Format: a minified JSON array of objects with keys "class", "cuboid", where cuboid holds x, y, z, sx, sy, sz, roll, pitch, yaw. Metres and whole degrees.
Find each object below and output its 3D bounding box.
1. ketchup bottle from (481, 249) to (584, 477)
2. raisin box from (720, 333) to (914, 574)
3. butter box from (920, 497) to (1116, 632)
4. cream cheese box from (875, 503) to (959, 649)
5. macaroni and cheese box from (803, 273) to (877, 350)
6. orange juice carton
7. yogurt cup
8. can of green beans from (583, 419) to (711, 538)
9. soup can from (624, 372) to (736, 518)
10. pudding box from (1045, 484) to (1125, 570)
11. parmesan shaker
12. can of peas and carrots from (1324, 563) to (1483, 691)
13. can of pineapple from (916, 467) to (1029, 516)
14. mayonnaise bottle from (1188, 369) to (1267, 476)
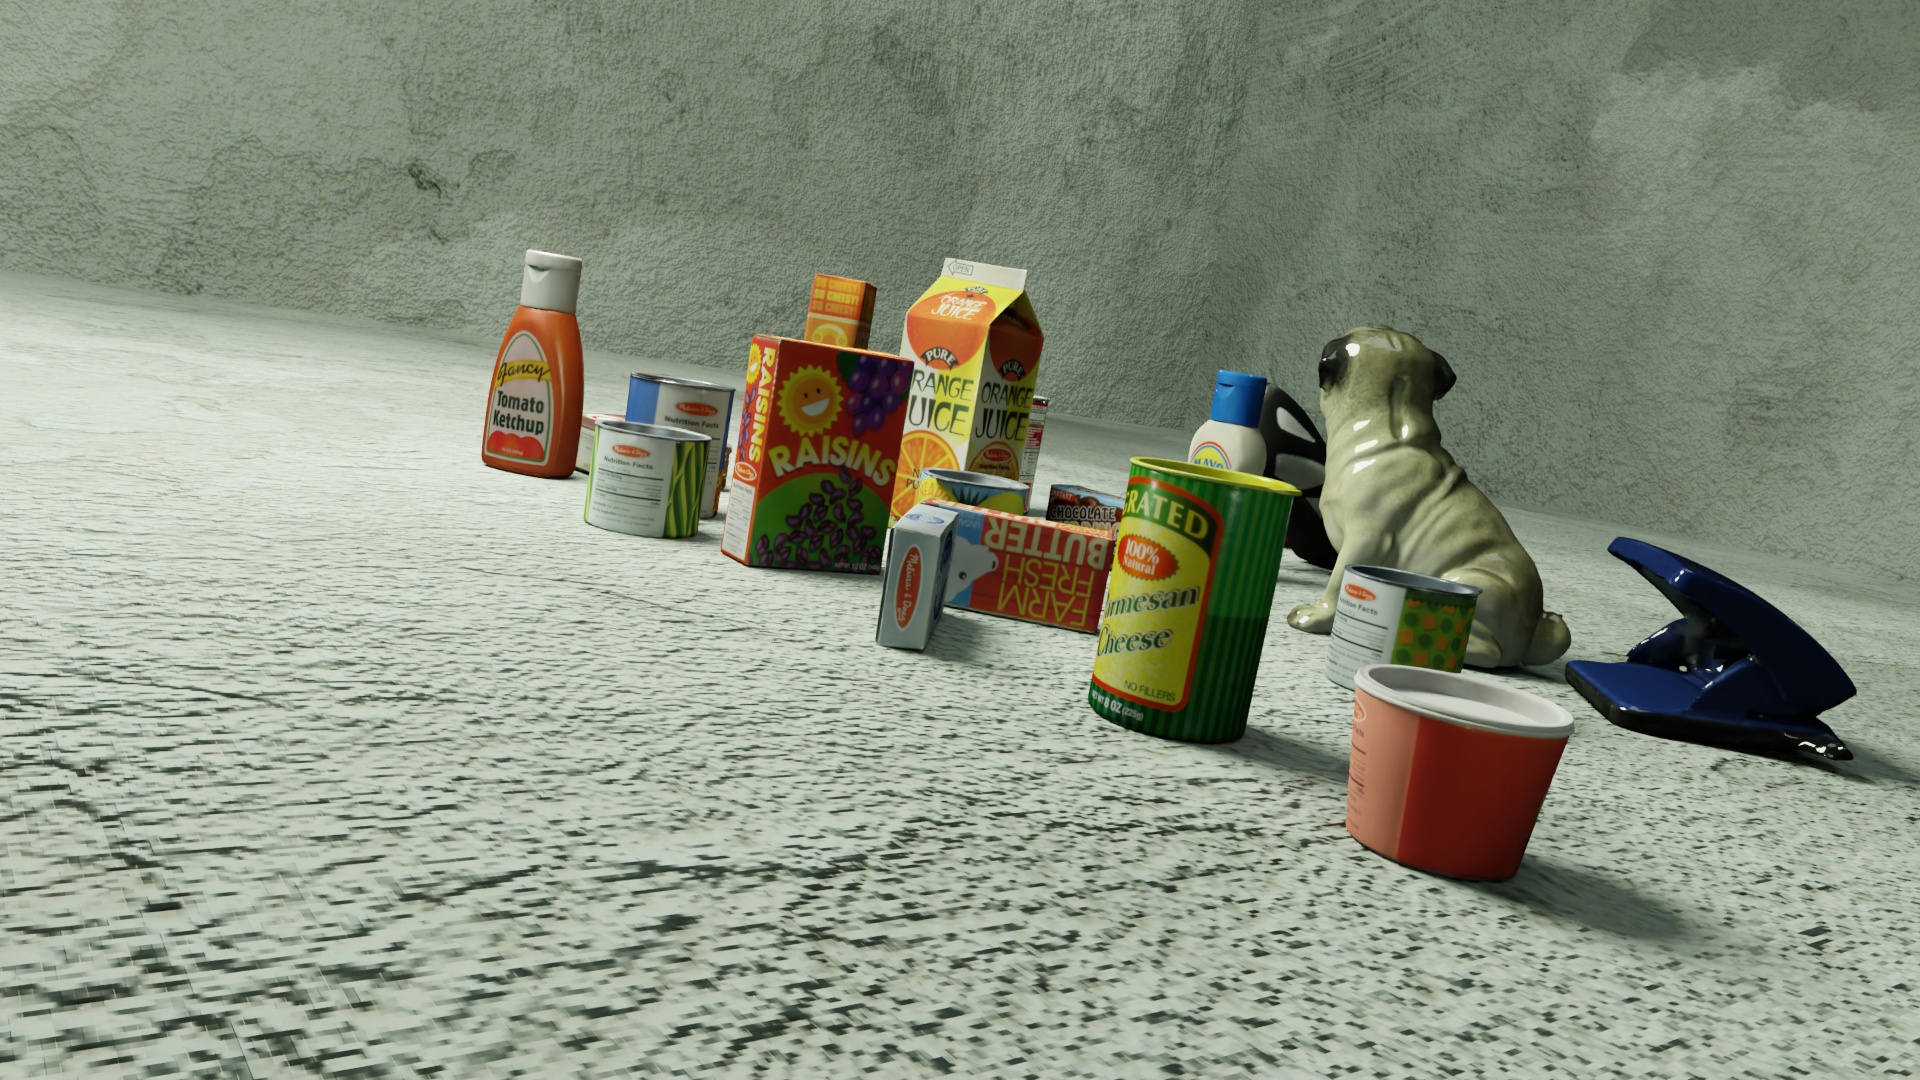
[{"class":"ketchup bottle","cuboid":[-0.284,-0.120,0.940,0.065,0.148,0.043,12,8,16]},{"class":"raisin box","cuboid":[-0.078,-0.047,0.769,0.086,0.123,0.040,5,9,-32]},{"class":"butter box","cuboid":[0.026,0.013,0.726,0.103,0.053,0.024,10,8,6]},{"class":"cream cheese box","cuboid":[-0.020,0.015,0.655,0.024,0.053,0.104,10,8,3]},{"class":"macaroni and cheese box","cuboid":[-0.097,-0.108,1.018,0.040,0.166,0.124,10,8,-1]},{"class":"orange juice carton","cuboid":[0.002,-0.098,0.974,0.072,0.192,0.073,15,9,34]},{"class":"yogurt cup","cuboid":[0.157,0.075,0.450,0.072,0.054,0.072,10,8,-1]},{"class":"can of green beans","cuboid":[-0.181,-0.036,0.803,0.071,0.057,0.071,10,8,-1]},{"class":"soup can","cuboid":[-0.183,-0.061,0.886,0.071,0.083,0.071,10,8,-1]},{"class":"pudding box","cuboid":[0.097,-0.009,0.974,0.030,0.049,0.084,3,10,-40]},{"class":"parmesan shaker","cuboid":[0.093,0.023,0.556,0.071,0.103,0.071,10,8,-1]},{"class":"can of peas and carrots","cuboid":[0.224,0.047,0.701,0.071,0.058,0.071,10,8,-1]},{"class":"can of pineapple","cuboid":[0.003,-0.011,0.845,0.071,0.057,0.071,10,8,-1]},{"class":"mayonnaise bottle","cuboid":[0.194,-0.050,1.024,0.041,0.147,0.065,4,10,-38]}]
